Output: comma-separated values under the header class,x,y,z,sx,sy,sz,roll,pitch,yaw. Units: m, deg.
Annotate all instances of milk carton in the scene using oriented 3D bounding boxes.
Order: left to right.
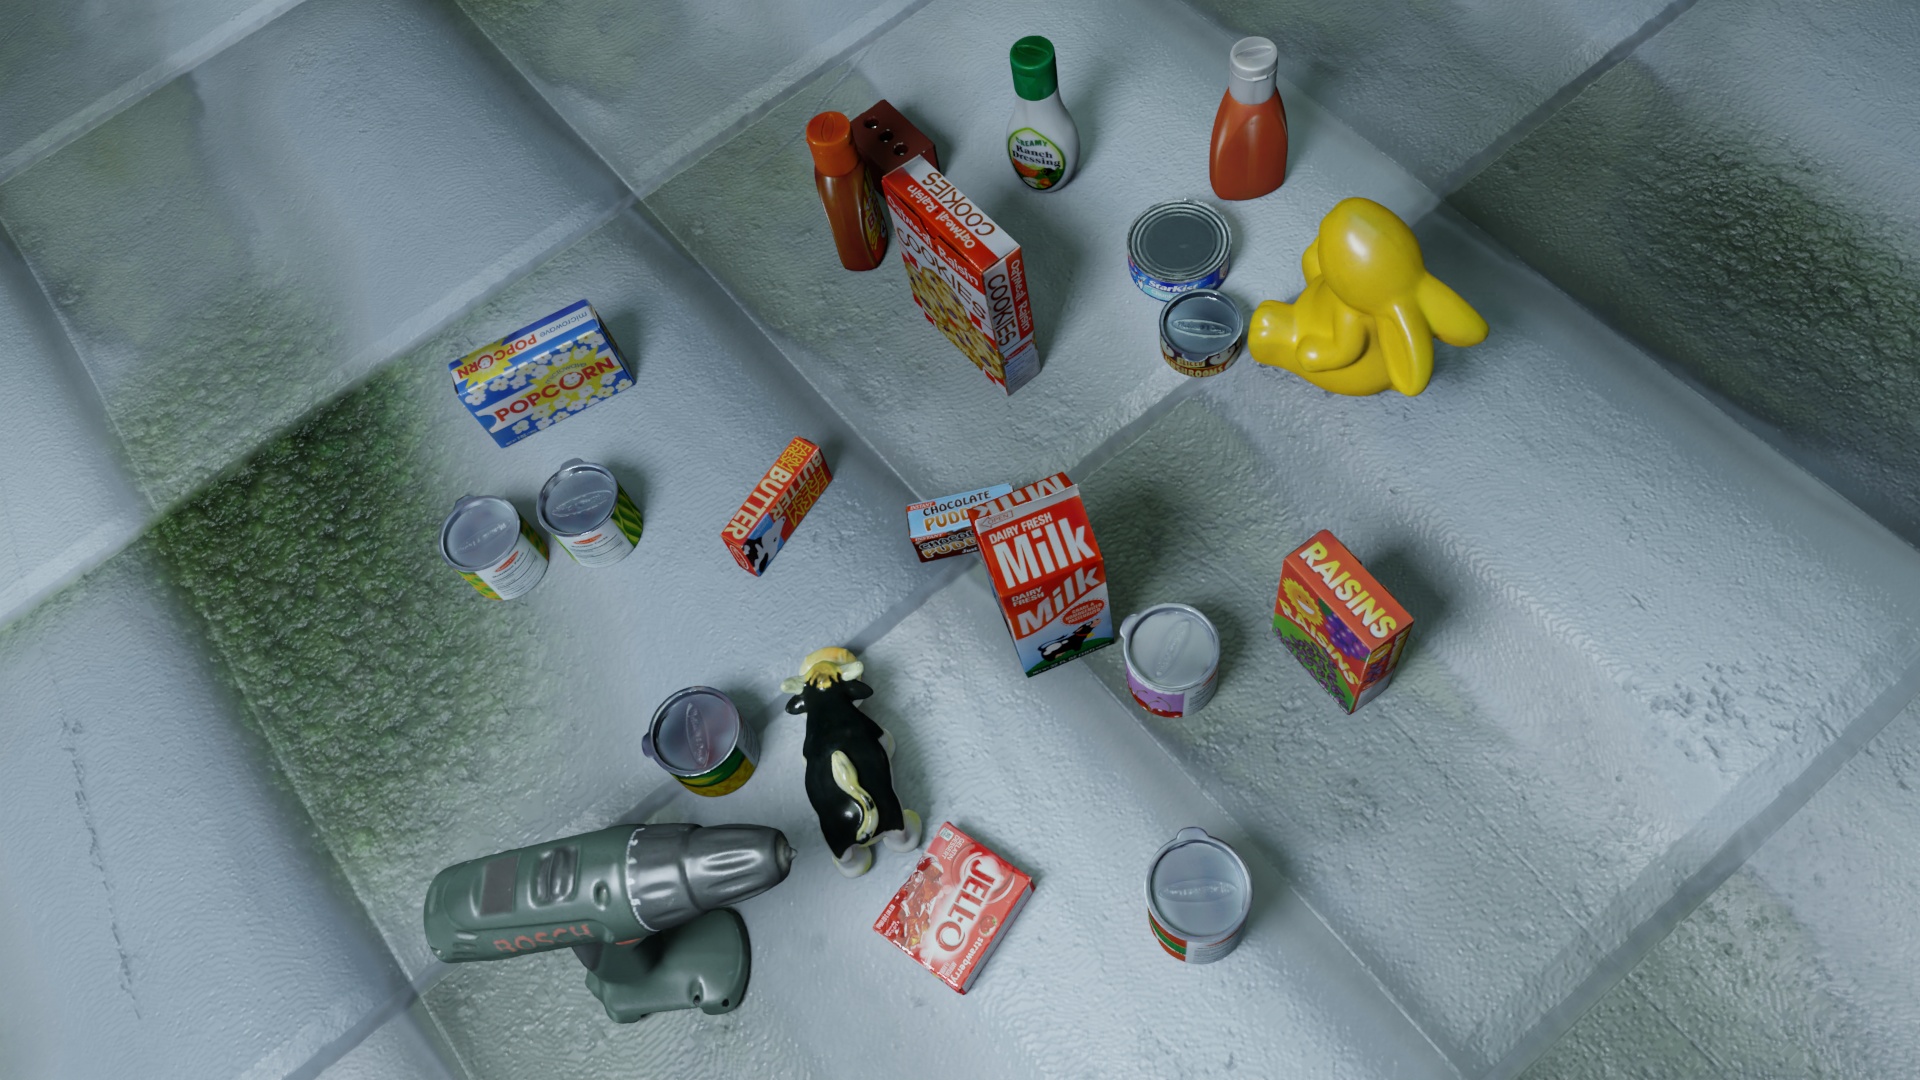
class,x,y,z,sx,sy,sz,roll,pitch,yaw
milk carton,0.055,0.018,0.951,0.072,0.189,0.074,-21,62,-2

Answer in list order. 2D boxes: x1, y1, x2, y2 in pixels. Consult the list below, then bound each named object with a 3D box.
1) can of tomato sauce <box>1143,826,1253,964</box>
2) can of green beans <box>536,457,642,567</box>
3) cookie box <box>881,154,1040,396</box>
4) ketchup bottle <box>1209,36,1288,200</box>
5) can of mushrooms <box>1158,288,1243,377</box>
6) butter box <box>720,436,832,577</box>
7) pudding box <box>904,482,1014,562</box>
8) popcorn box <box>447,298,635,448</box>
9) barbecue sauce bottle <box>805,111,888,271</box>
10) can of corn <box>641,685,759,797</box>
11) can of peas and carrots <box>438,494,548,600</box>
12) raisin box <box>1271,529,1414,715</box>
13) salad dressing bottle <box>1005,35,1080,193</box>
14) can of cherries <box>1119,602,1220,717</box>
class,x,y,z,sx,sy,sz,roll,pitch,yaw
can of tomato sauce,0.151,0.229,0.889,0.071,0.082,0.071,-4,63,7
can of green beans,-0.292,-0.020,1.098,0.071,0.057,0.071,-3,63,7
cookie box,0.002,-0.203,1.085,0.040,0.166,0.123,-38,64,-11
ketchup bottle,0.236,-0.341,1.130,0.065,0.148,0.044,-13,62,2
can of mushrooms,0.192,-0.164,1.112,0.071,0.033,0.071,-3,63,7
butter box,-0.142,-0.027,1.081,0.024,0.053,0.104,28,70,20
pudding box,0.004,-0.013,1.054,0.084,0.049,0.030,-12,62,3
popcorn box,-0.345,-0.137,1.150,0.127,0.085,0.038,-27,63,-5
barbecue sauce bottle,-0.095,-0.292,1.156,0.044,0.148,0.065,0,64,9
can of corn,-0.185,0.146,0.997,0.071,0.058,0.071,-3,63,7
can of peas and carrots,-0.369,0.005,1.096,0.071,0.058,0.071,-3,63,7
raisin box,0.256,0.057,0.938,0.040,0.123,0.086,-34,63,-8
salad dressing bottle,0.066,-0.356,1.164,0.064,0.147,0.044,18,68,17
can of cherries,0.147,0.083,0.978,0.071,0.058,0.072,-3,63,7
